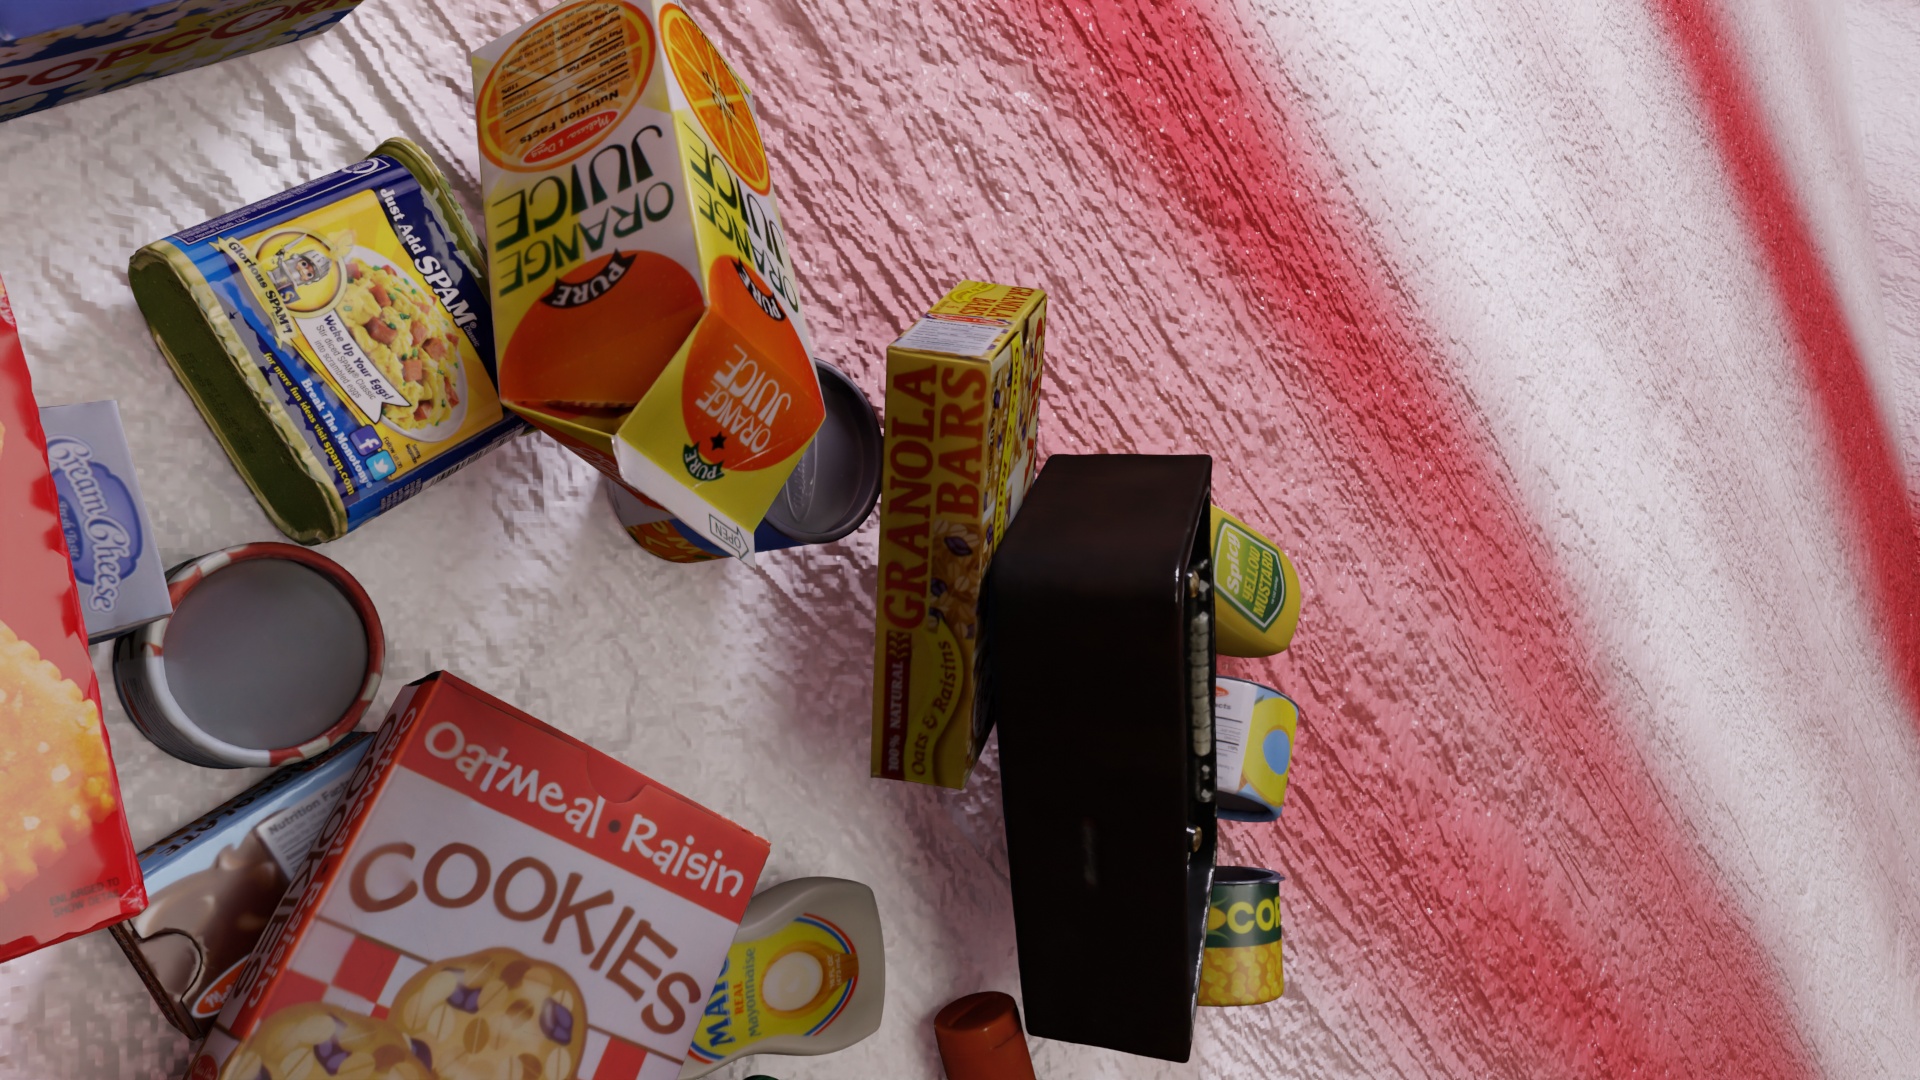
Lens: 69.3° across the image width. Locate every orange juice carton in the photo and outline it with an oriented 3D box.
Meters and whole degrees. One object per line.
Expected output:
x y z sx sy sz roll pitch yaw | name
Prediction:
-0.099 -0.085 0.444 0.071 0.073 0.193 46 25 -58 | orange juice carton

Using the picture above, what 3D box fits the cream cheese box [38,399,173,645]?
-0.225 0.000 0.349 0.024 0.103 0.053 -16 94 -39 | cream cheese box

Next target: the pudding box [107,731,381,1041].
-0.201 0.098 0.408 0.084 0.030 0.049 -37 110 -41 | pudding box

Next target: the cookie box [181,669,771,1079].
-0.141 0.140 0.402 0.123 0.040 0.168 36 62 -29 | cookie box

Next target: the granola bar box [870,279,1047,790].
0.002 -0.007 0.538 0.125 0.039 0.164 -59 154 -66 | granola bar box

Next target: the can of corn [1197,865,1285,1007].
0.127 0.193 0.684 0.071 0.071 0.058 5 81 -44 | can of corn

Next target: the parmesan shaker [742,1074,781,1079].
-0.088 0.242 0.468 0.103 0.071 0.071 -30 105 -43 | parmesan shaker

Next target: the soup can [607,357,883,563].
-0.078 -0.027 0.510 0.071 0.083 0.071 8 79 -43 | soup can

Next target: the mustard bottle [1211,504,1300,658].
0.116 0.009 0.717 0.160 0.048 0.065 31 62 -37 | mustard bottle

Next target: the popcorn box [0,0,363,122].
-0.224 -0.158 0.388 0.127 0.085 0.038 -40 112 -41 | popcorn box

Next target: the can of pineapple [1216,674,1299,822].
0.136 0.108 0.710 0.071 0.071 0.058 33 63 -36 | can of pineapple

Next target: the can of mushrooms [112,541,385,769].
-0.207 0.032 0.411 0.071 0.033 0.071 8 78 -42 | can of mushrooms

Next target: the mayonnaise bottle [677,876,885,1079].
-0.094 0.161 0.494 0.148 0.041 0.065 0 83 -44 | mayonnaise bottle

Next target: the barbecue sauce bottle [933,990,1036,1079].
0.024 0.269 0.591 0.065 0.043 0.148 -20 97 -43 | barbecue sauce bottle
